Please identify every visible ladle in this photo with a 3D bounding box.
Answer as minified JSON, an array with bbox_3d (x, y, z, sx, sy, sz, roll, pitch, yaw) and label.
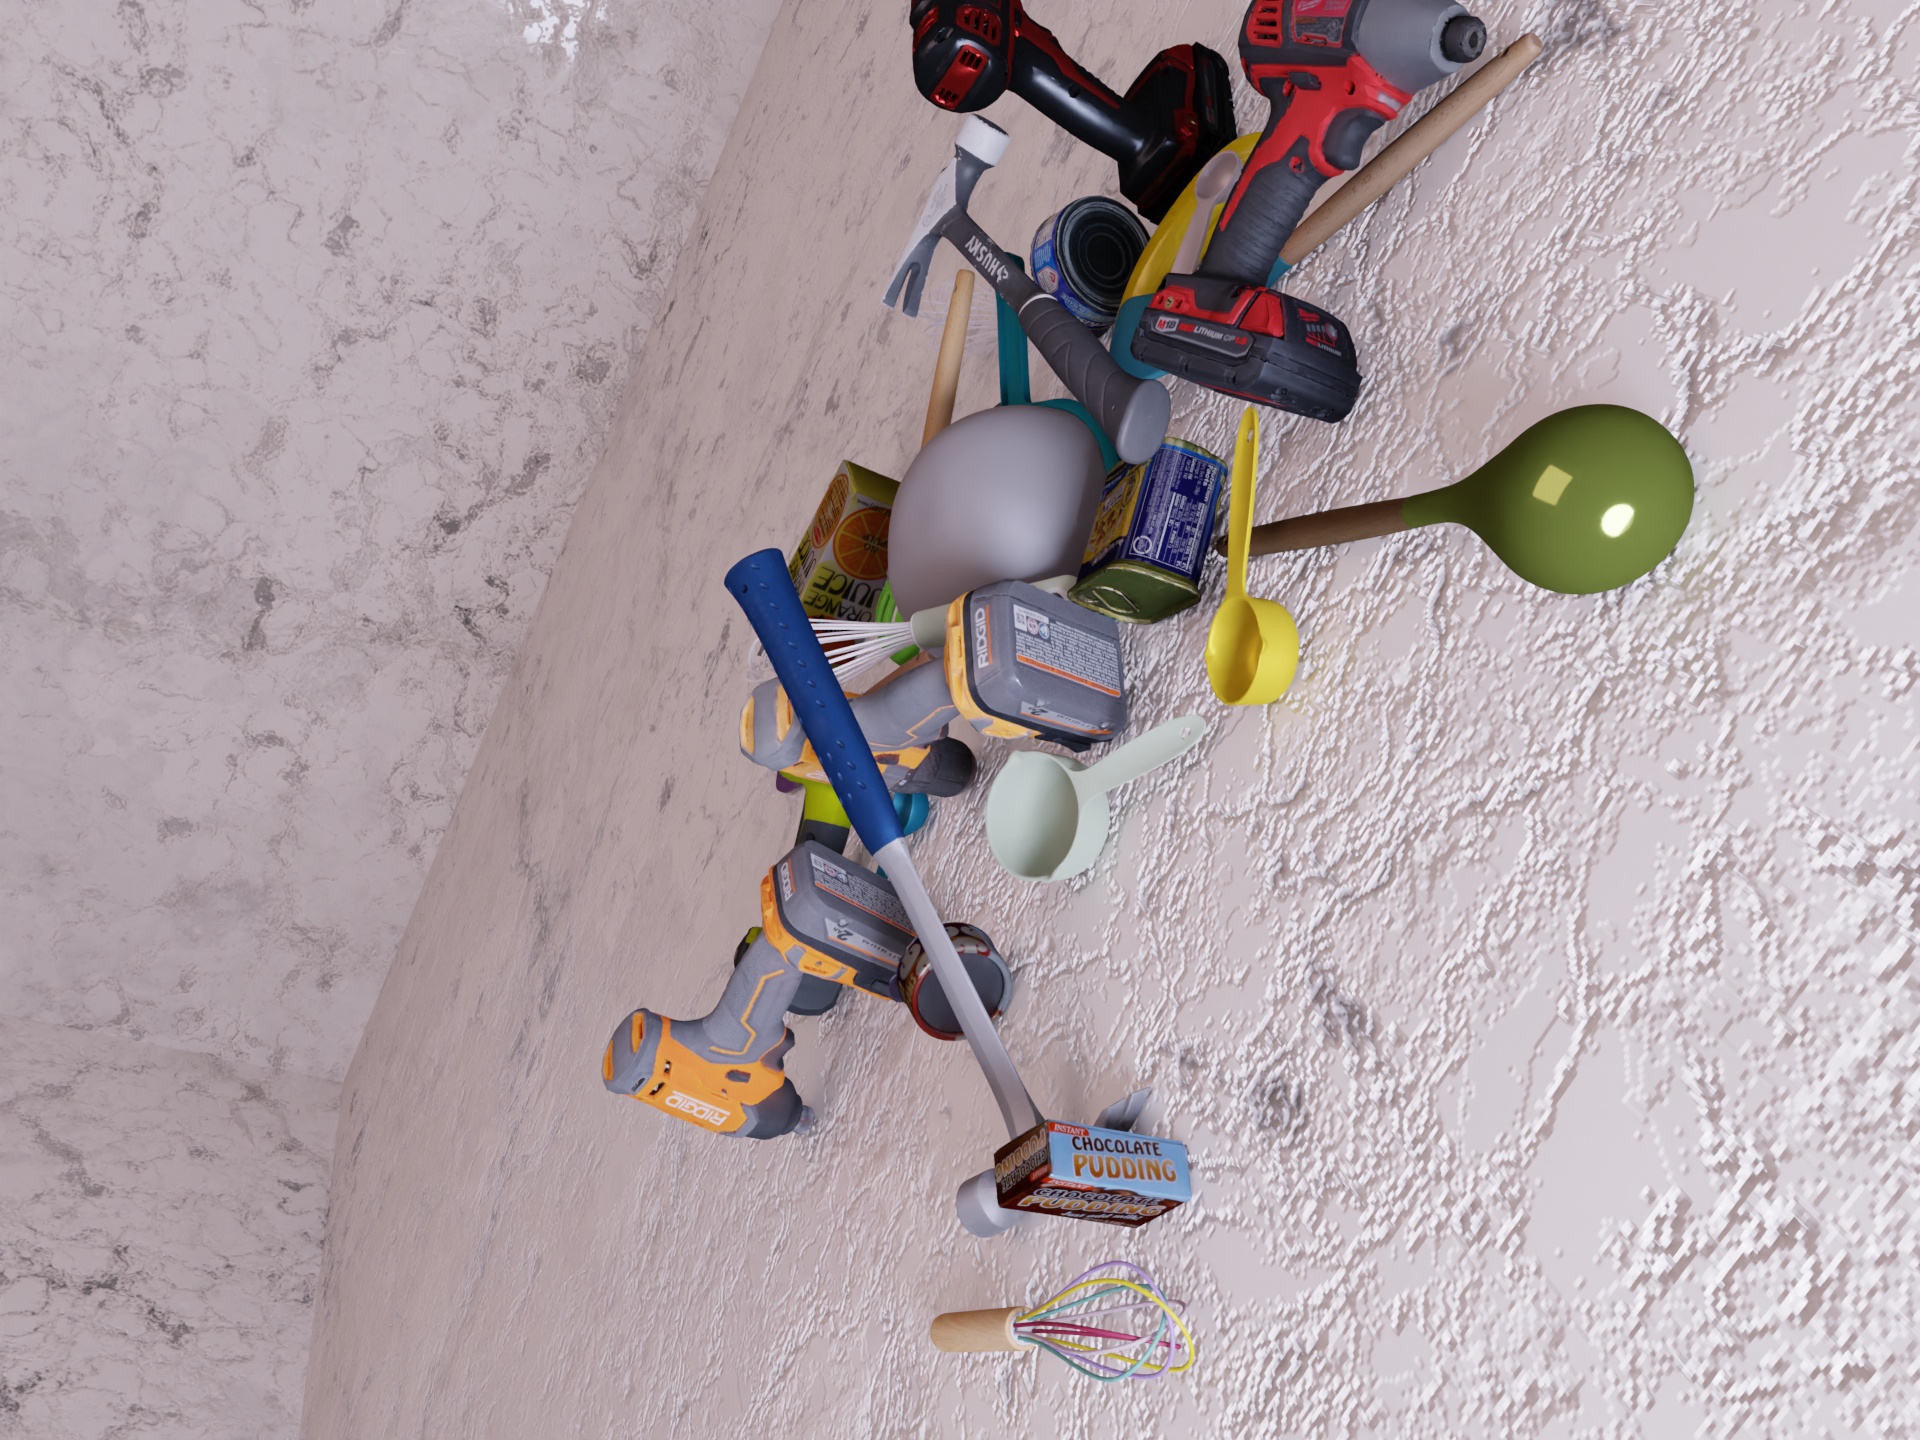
[{"bbox_3d":[0.209,-0.092,0.751,0.320,0.062,0.078,-177,103,-72],"label":"ladle"}]

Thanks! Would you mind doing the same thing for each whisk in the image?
[{"bbox_3d":[0.038,-0.314,1.245,0.285,0.070,0.070,27,97,61],"label":"whisk"},{"bbox_3d":[-0.033,-0.056,1.021,0.246,0.057,0.059,-12,21,25],"label":"whisk"},{"bbox_3d":[0.043,0.309,0.800,0.245,0.047,0.051,-39,27,57],"label":"whisk"}]

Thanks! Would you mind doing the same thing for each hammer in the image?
[{"bbox_3d":[-0.031,0.078,0.892,0.144,0.035,0.406,-41,69,40],"label":"hammer"},{"bbox_3d":[0.040,-0.268,1.029,0.149,0.036,0.409,-57,33,22],"label":"hammer"}]

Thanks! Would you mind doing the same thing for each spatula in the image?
[{"bbox_3d":[0.195,-0.284,0.905,0.317,0.044,0.082,-34,37,52],"label":"spatula"},{"bbox_3d":[-0.095,0.000,1.343,0.316,0.018,0.060,-34,45,55],"label":"spatula"}]

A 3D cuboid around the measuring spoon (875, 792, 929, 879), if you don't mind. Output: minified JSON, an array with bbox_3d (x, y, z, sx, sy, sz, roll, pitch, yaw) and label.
[{"bbox_3d":[-0.046,0.104,1.174,0.042,0.021,0.128,-128,51,-61],"label":"measuring spoon"}]

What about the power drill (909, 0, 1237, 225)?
[{"bbox_3d":[0.069,-0.448,1.065,0.080,0.226,0.188,-43,36,46],"label":"power drill"}]

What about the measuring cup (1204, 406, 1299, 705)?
[{"bbox_3d":[0.155,-0.084,0.824,0.062,0.029,0.156,171,104,-70],"label":"measuring cup"}]

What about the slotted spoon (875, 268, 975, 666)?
[{"bbox_3d":[-0.027,-0.188,1.226,0.070,0.031,0.313,43,126,56],"label":"slotted spoon"}]

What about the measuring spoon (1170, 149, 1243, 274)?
[{"bbox_3d":[0.145,-0.286,0.964,0.034,0.018,0.124,12,81,56],"label":"measuring spoon"}]

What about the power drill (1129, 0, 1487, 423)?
[{"bbox_3d":[0.184,-0.277,0.834,0.143,0.078,0.219,31,106,50],"label":"power drill"}]

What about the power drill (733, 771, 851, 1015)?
[{"bbox_3d":[-0.125,0.112,1.256,0.171,0.080,0.223,173,111,-68],"label":"power drill"}]

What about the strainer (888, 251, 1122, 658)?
[{"bbox_3d":[0.010,-0.188,1.098,0.211,0.095,0.341,-26,59,50],"label":"strainer"}]

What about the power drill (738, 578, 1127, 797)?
[{"bbox_3d":[-0.002,-0.003,1.004,0.226,0.185,0.084,-20,64,39],"label":"power drill"}]

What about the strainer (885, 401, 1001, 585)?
[{"bbox_3d":[-0.006,-0.172,1.259,0.258,0.050,0.087,-46,48,50],"label":"strainer"}]

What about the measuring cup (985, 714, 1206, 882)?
[{"bbox_3d":[0.084,0.038,0.913,0.167,0.038,0.083,-32,63,36],"label":"measuring cup"}]

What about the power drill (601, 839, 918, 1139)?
[{"bbox_3d":[-0.121,0.204,1.112,0.226,0.164,0.084,-47,31,19],"label":"power drill"}]
